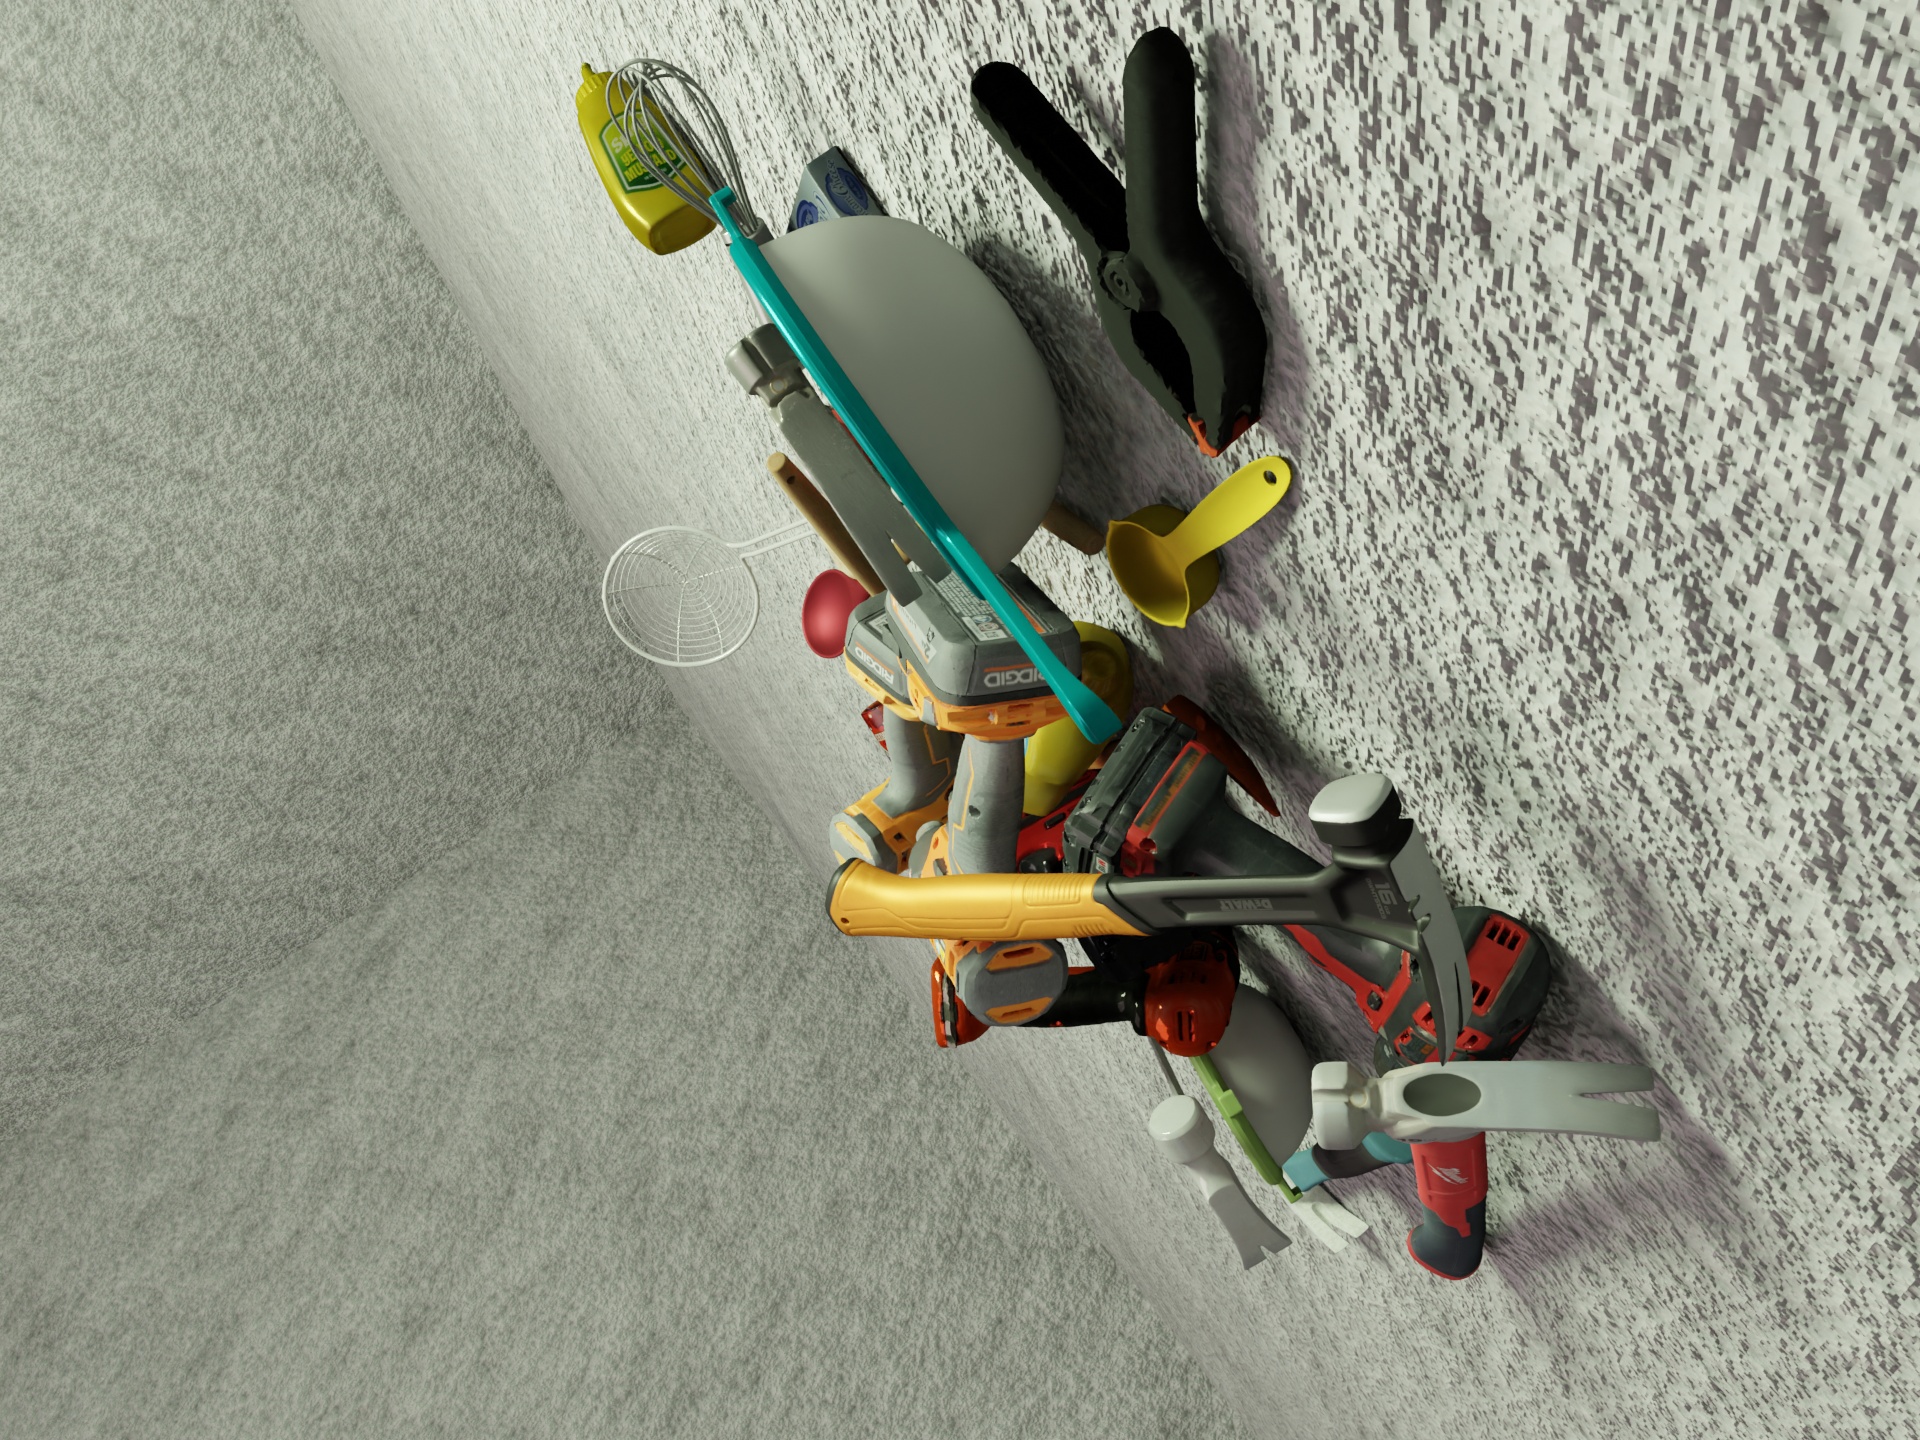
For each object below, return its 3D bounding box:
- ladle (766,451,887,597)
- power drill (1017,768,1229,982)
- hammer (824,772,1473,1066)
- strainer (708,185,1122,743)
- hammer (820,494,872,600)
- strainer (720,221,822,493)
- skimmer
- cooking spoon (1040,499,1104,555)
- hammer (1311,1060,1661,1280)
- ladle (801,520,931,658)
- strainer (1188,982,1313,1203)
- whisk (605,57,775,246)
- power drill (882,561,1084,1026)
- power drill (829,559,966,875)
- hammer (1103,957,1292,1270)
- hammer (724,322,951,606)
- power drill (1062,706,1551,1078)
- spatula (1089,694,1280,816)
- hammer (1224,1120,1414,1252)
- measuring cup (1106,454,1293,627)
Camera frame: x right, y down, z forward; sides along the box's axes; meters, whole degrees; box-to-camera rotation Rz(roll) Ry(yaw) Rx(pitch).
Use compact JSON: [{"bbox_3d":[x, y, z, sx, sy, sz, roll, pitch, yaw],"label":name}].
[{"bbox_3d":[-0.058,-0.095,1.045,0.062,0.078,0.319,54,-177,30],"label":"ladle"},{"bbox_3d":[0.078,0.091,1.012,0.078,0.143,0.220,66,163,-12],"label":"power drill"},{"bbox_3d":[0.064,0.090,0.733,0.337,0.034,0.127,-6,120,43],"label":"hammer"},{"bbox_3d":[0.014,-0.127,0.733,0.341,0.095,0.210,57,-175,39],"label":"strainer"},{"bbox_3d":[-0.030,-0.021,1.281,0.411,0.038,0.146,62,172,3],"label":"hammer"},{"bbox_3d":[-0.118,-0.245,1.128,0.087,0.050,0.258,-119,5,-61],"label":"strainer"},{"bbox_3d":[-0.151,-0.116,1.196,0.127,0.090,0.363,46,150,-22],"label":"skimmer"},{"bbox_3d":[-0.009,-0.167,0.962,0.319,0.017,0.068,43,168,46],"label":"cooking spoon"},{"bbox_3d":[0.276,0.248,0.841,0.385,0.143,0.038,58,-148,-58],"label":"hammer"},{"bbox_3d":[-0.054,-0.109,1.133,0.315,0.031,0.069,149,112,-65],"label":"ladle"},{"bbox_3d":[0.182,0.198,1.110,0.151,0.069,0.257,55,-173,-42],"label":"strainer"},{"bbox_3d":[-0.125,-0.280,0.918,0.055,0.055,0.238,43,173,43],"label":"whisk"},{"bbox_3d":[0.006,0.032,0.876,0.164,0.084,0.226,-126,32,-58],"label":"power drill"},{"bbox_3d":[-0.002,-0.003,1.084,0.084,0.185,0.226,40,143,28],"label":"power drill"},{"bbox_3d":[0.130,0.214,1.114,0.144,0.035,0.406,57,-176,-23],"label":"hammer"},{"bbox_3d":[-0.063,-0.151,0.932,0.149,0.036,0.359,54,-176,-9],"label":"hammer"},{"bbox_3d":[0.165,0.105,0.784,0.227,0.080,0.187,30,160,17],"label":"power drill"},{"bbox_3d":[0.111,0.021,0.940,0.081,0.041,0.322,43,169,-5],"label":"spatula"},{"bbox_3d":[0.263,0.310,1.130,0.128,0.033,0.330,53,167,16],"label":"hammer"},{"bbox_3d":[0.114,-0.089,0.714,0.062,0.029,0.156,55,156,1],"label":"measuring cup"}]
